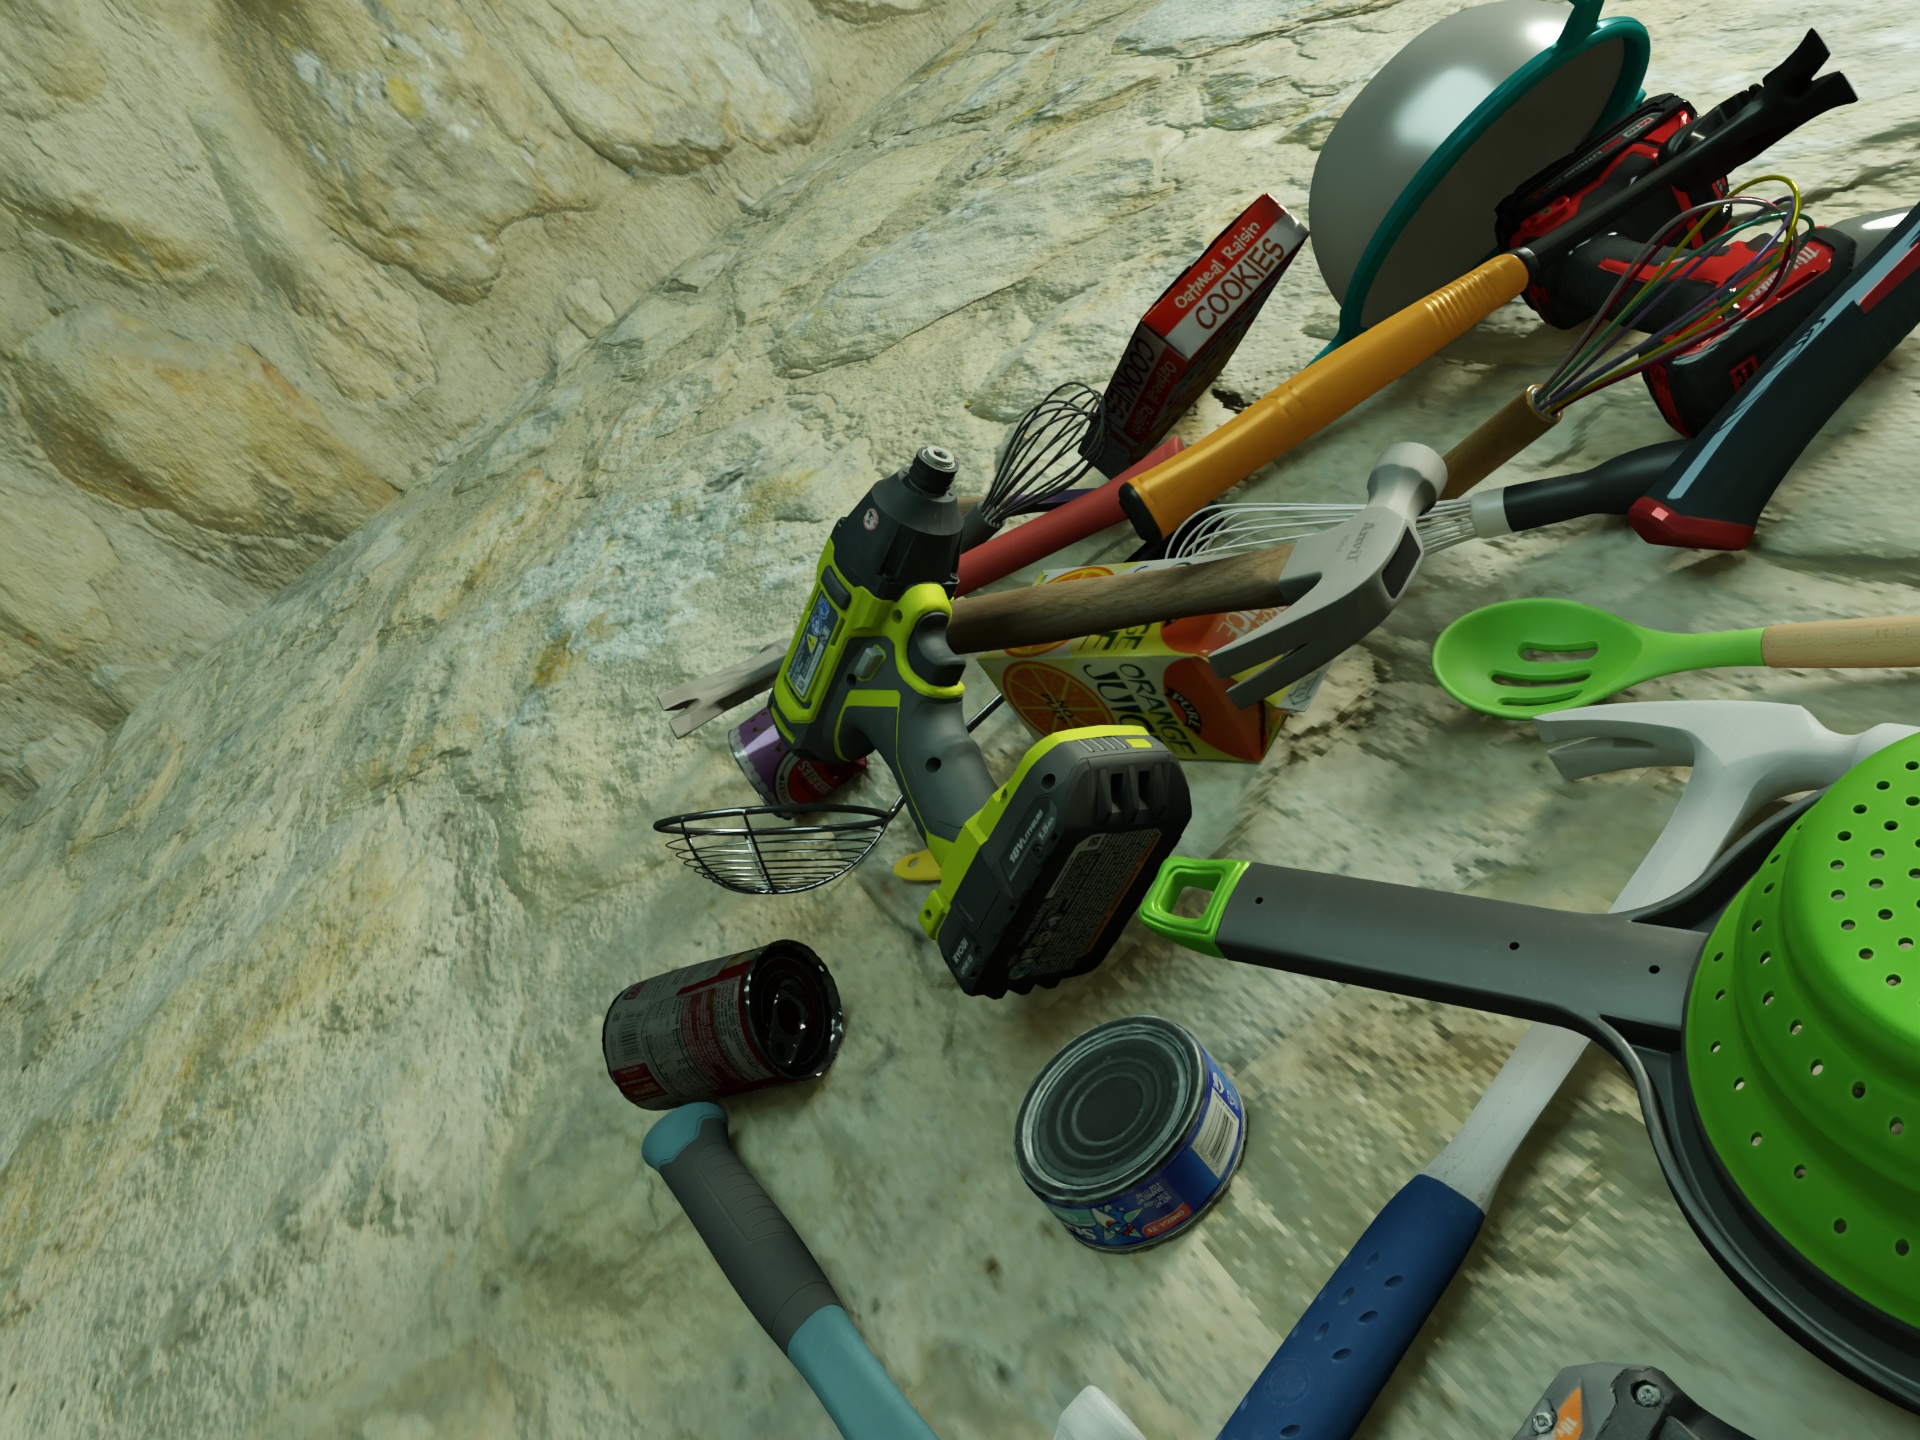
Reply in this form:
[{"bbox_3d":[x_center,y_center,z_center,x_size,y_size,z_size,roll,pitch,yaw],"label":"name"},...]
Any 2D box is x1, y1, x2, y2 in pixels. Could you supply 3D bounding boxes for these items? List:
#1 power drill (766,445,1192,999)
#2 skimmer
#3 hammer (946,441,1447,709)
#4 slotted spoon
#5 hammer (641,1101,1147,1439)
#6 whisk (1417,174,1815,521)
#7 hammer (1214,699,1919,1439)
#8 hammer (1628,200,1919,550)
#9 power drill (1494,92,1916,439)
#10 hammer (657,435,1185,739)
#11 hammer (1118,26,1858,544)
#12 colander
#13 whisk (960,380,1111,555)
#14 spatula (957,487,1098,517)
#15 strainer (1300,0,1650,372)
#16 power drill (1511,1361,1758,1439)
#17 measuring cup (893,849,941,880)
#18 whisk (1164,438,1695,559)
[{"bbox_3d":[-0.001,-0.002,0.721,0.223,0.080,0.171,53,132,35],"label":"power drill"},{"bbox_3d":[-0.006,-0.027,0.894,0.363,0.090,0.127,-42,-3,-11],"label":"skimmer"},{"bbox_3d":[0.061,-0.052,0.759,0.331,0.031,0.130,-6,41,44],"label":"hammer"},{"bbox_3d":[0.322,-0.026,0.581,0.314,0.031,0.070,-1,45,46],"label":"slotted spoon"},{"bbox_3d":[-0.061,0.236,0.633,0.128,0.033,0.331,-44,28,-12],"label":"hammer"},{"bbox_3d":[0.279,-0.157,0.716,0.051,0.047,0.245,-14,-16,-28],"label":"whisk"},{"bbox_3d":[0.159,0.142,0.512,0.405,0.035,0.144,-48,30,-18],"label":"hammer"},{"bbox_3d":[0.410,-0.229,0.648,0.386,0.143,0.038,-47,-2,6],"label":"hammer"},{"bbox_3d":[0.366,-0.224,0.772,0.143,0.078,0.220,-33,32,12],"label":"power drill"},{"bbox_3d":[-0.019,-0.080,0.975,0.359,0.036,0.149,-23,5,29],"label":"hammer"},{"bbox_3d":[0.217,-0.180,0.697,0.337,0.034,0.127,-33,2,3],"label":"hammer"},{"bbox_3d":[0.208,0.058,0.446,0.397,0.094,0.205,6,54,40],"label":"colander"},{"bbox_3d":[0.017,-0.134,1.018,0.239,0.055,0.055,-39,21,43],"label":"whisk"},{"bbox_3d":[0.024,-0.148,1.105,0.059,0.018,0.316,-12,10,-33],"label":"spatula"},{"bbox_3d":[0.224,-0.271,0.900,0.340,0.095,0.211,-46,-18,23],"label":"strainer"},{"bbox_3d":[0.209,0.217,0.302,0.185,0.084,0.226,-46,33,-16],"label":"power drill"},{"bbox_3d":[0.020,0.059,0.800,0.156,0.029,0.062,-12,38,37],"label":"measuring cup"},{"bbox_3d":[0.224,-0.094,0.766,0.284,0.070,0.070,-11,38,34],"label":"whisk"}]
